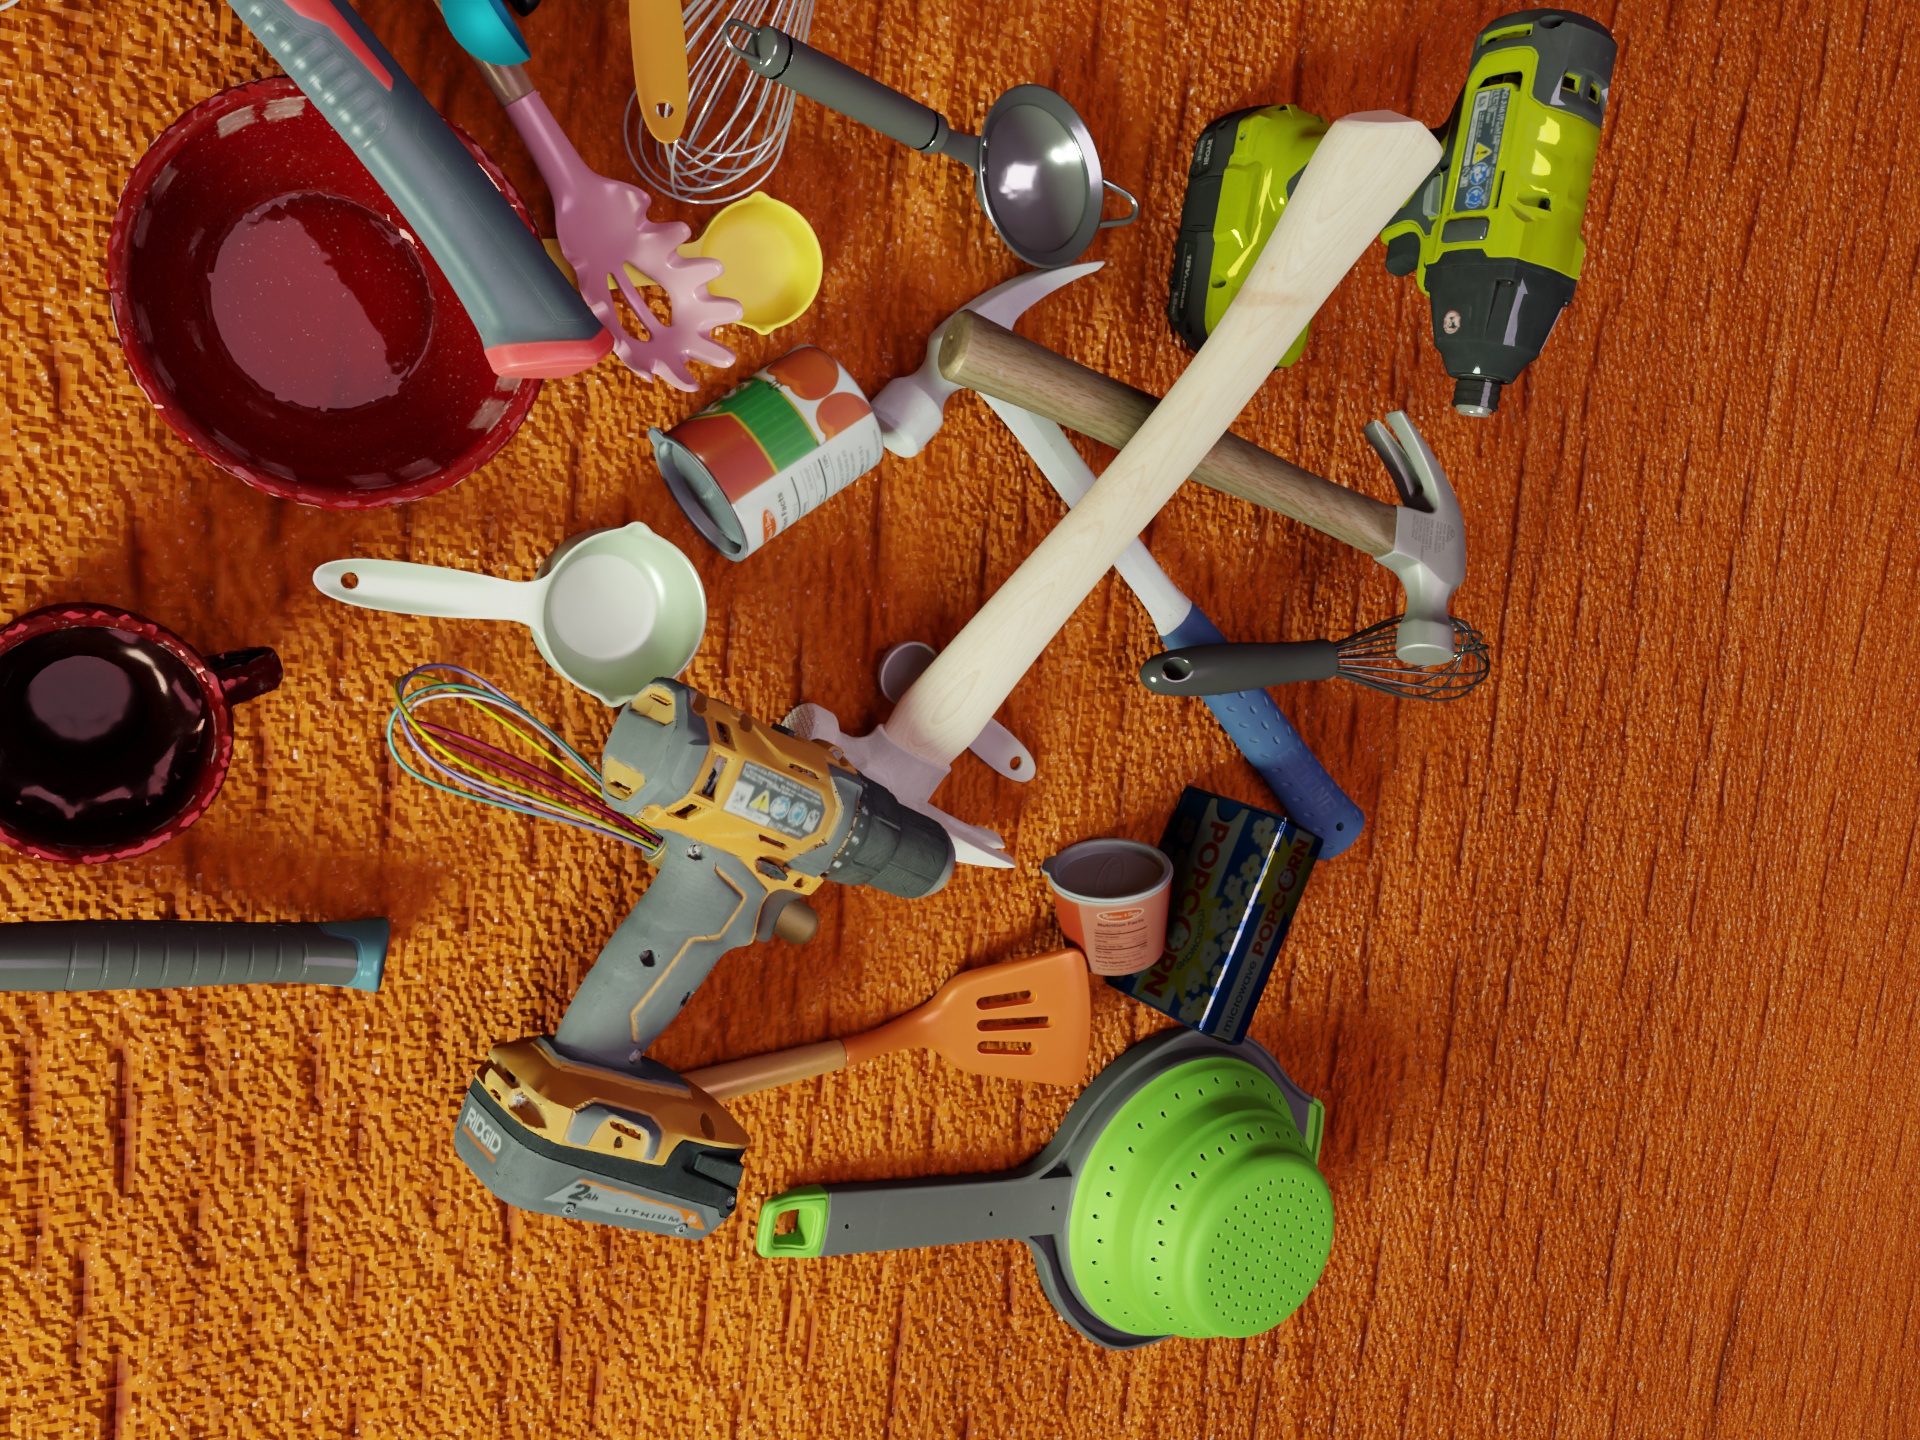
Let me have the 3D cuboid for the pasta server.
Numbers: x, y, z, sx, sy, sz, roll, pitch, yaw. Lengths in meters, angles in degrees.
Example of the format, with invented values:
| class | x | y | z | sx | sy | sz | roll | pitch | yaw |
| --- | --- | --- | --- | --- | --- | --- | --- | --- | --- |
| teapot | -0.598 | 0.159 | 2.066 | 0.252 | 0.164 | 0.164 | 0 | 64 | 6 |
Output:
| class | x | y | z | sx | sy | sz | roll | pitch | yaw |
| --- | --- | --- | --- | --- | --- | --- | --- | --- | --- |
| pasta server | -0.185 | -0.270 | 0.621 | 0.060 | 0.040 | 0.316 | -41 | 121 | -20 |

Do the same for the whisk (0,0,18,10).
| class | x | y | z | sx | sy | sz | roll | pitch | yaw |
| --- | --- | --- | --- | --- | --- | --- | --- | --- | --- |
| whisk | -0.309 | -0.356 | 0.561 | 0.246 | 0.059 | 0.057 | -66 | 159 | -8 |

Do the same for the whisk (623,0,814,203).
| class | x | y | z | sx | sy | sz | roll | pitch | yaw |
| --- | --- | --- | --- | --- | --- | --- | --- | --- | --- |
| whisk | -0.066 | -0.352 | 0.700 | 0.070 | 0.070 | 0.285 | 29 | 80 | -32 |

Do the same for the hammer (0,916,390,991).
| class | x | y | z | sx | sy | sz | roll | pitch | yaw |
| --- | --- | --- | --- | --- | --- | --- | --- | --- | --- |
| hammer | -0.370 | 0.087 | 0.582 | 0.330 | 0.128 | 0.033 | 7 | 97 | -41 |

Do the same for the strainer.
| class | x | y | z | sx | sy | sz | roll | pitch | yaw |
| --- | --- | --- | --- | --- | --- | --- | --- | --- | --- |
| strainer | -0.011 | -0.267 | 0.726 | 0.258 | 0.050 | 0.087 | 5 | 89 | -49 |

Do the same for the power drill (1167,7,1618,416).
| class | x | y | z | sx | sy | sz | roll | pitch | yaw |
| --- | --- | --- | --- | --- | --- | --- | --- | --- | --- |
| power drill | 0.204 | -0.237 | 0.783 | 0.080 | 0.223 | 0.171 | 6 | 97 | -31 |

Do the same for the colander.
| class | x | y | z | sx | sy | sz | roll | pitch | yaw |
| --- | --- | --- | --- | --- | --- | --- | --- | --- | --- |
| colander | 0.082 | 0.284 | 0.893 | 0.396 | 0.095 | 0.204 | 6 | 97 | -32 |

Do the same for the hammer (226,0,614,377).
| class | x | y | z | sx | sy | sz | roll | pitch | yaw |
| --- | --- | --- | --- | --- | --- | --- | --- | --- | --- |
| hammer | -0.247 | -0.289 | 0.555 | 0.143 | 0.038 | 0.386 | -49 | 115 | -23 |

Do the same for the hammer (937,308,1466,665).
| class | x | y | z | sx | sy | sz | roll | pitch | yaw |
| --- | --- | --- | --- | --- | --- | --- | --- | --- | --- |
| hammer | 0.136 | -0.136 | 0.819 | 0.331 | 0.031 | 0.130 | 18 | 70 | -27 |

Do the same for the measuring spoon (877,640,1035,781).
| class | x | y | z | sx | sy | sz | roll | pitch | yaw |
| --- | --- | --- | --- | --- | --- | --- | --- | --- | --- |
| measuring spoon | -0.001 | -0.003 | 0.835 | 0.034 | 0.018 | 0.124 | -52 | 127 | -3 |

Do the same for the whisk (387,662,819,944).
| class | x | y | z | sx | sy | sz | roll | pitch | yaw |
| --- | --- | --- | --- | --- | --- | --- | --- | --- | --- |
| whisk | -0.158 | 0.049 | 0.734 | 0.244 | 0.047 | 0.051 | 37 | 79 | -34 |

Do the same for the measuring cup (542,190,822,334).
| class | x | y | z | sx | sy | sz | roll | pitch | yaw |
| --- | --- | --- | --- | --- | --- | --- | --- | --- | --- |
| measuring cup | -0.140 | -0.203 | 0.708 | 0.156 | 0.029 | 0.062 | -6 | 106 | -18 |

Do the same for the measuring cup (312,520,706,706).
| class | x | y | z | sx | sy | sz | roll | pitch | yaw |
| --- | --- | --- | --- | --- | --- | --- | --- | --- | --- |
| measuring cup | -0.195 | -0.053 | 0.693 | 0.167 | 0.038 | 0.083 | 6 | 97 | -30 |

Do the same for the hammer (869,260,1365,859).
| class | x | y | z | sx | sy | sz | roll | pitch | yaw |
| --- | --- | --- | --- | --- | --- | --- | --- | --- | --- |
| hammer | 0.117 | -0.068 | 0.877 | 0.144 | 0.035 | 0.405 | -49 | 120 | -13 |

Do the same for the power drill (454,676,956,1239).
| class | x | y | z | sx | sy | sz | roll | pitch | yaw |
| --- | --- | --- | --- | --- | --- | --- | --- | --- | --- |
| power drill | -0.106 | 0.113 | 0.723 | 0.185 | 0.084 | 0.226 | 26 | 85 | -40 |

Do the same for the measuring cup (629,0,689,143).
| class | x | y | z | sx | sy | sz | roll | pitch | yaw |
| --- | --- | --- | --- | --- | --- | --- | --- | --- | --- |
| measuring cup | -0.125 | -0.306 | 0.644 | 0.095 | 0.052 | 0.174 | -5 | 84 | -9 |

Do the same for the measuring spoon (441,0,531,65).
| class | x | y | z | sx | sy | sz | roll | pitch | yaw |
| --- | --- | --- | --- | --- | --- | --- | --- | --- | --- |
| measuring spoon | -0.202 | -0.296 | 0.579 | 0.021 | 0.042 | 0.128 | -31 | 107 | 5 |

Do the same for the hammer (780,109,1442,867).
| class | x | y | z | sx | sy | sz | roll | pitch | yaw |
| --- | --- | --- | --- | --- | --- | --- | --- | --- | --- |
| hammer | 0.085 | -0.102 | 0.760 | 0.146 | 0.038 | 0.410 | 30 | 108 | -31 |

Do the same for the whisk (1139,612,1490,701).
| class | x | y | z | sx | sy | sz | roll | pitch | yaw |
| --- | --- | --- | --- | --- | --- | --- | --- | --- | --- |
| whisk | 0.203 | -0.031 | 0.890 | 0.239 | 0.055 | 0.055 | -5 | 103 | -25 |

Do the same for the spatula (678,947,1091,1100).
| class | x | y | z | sx | sy | sz | roll | pitch | yaw |
| --- | --- | --- | --- | --- | --- | --- | --- | --- | --- |
| spatula | -0.079 | 0.177 | 0.807 | 0.322 | 0.041 | 0.081 | -8 | 105 | -28 |
